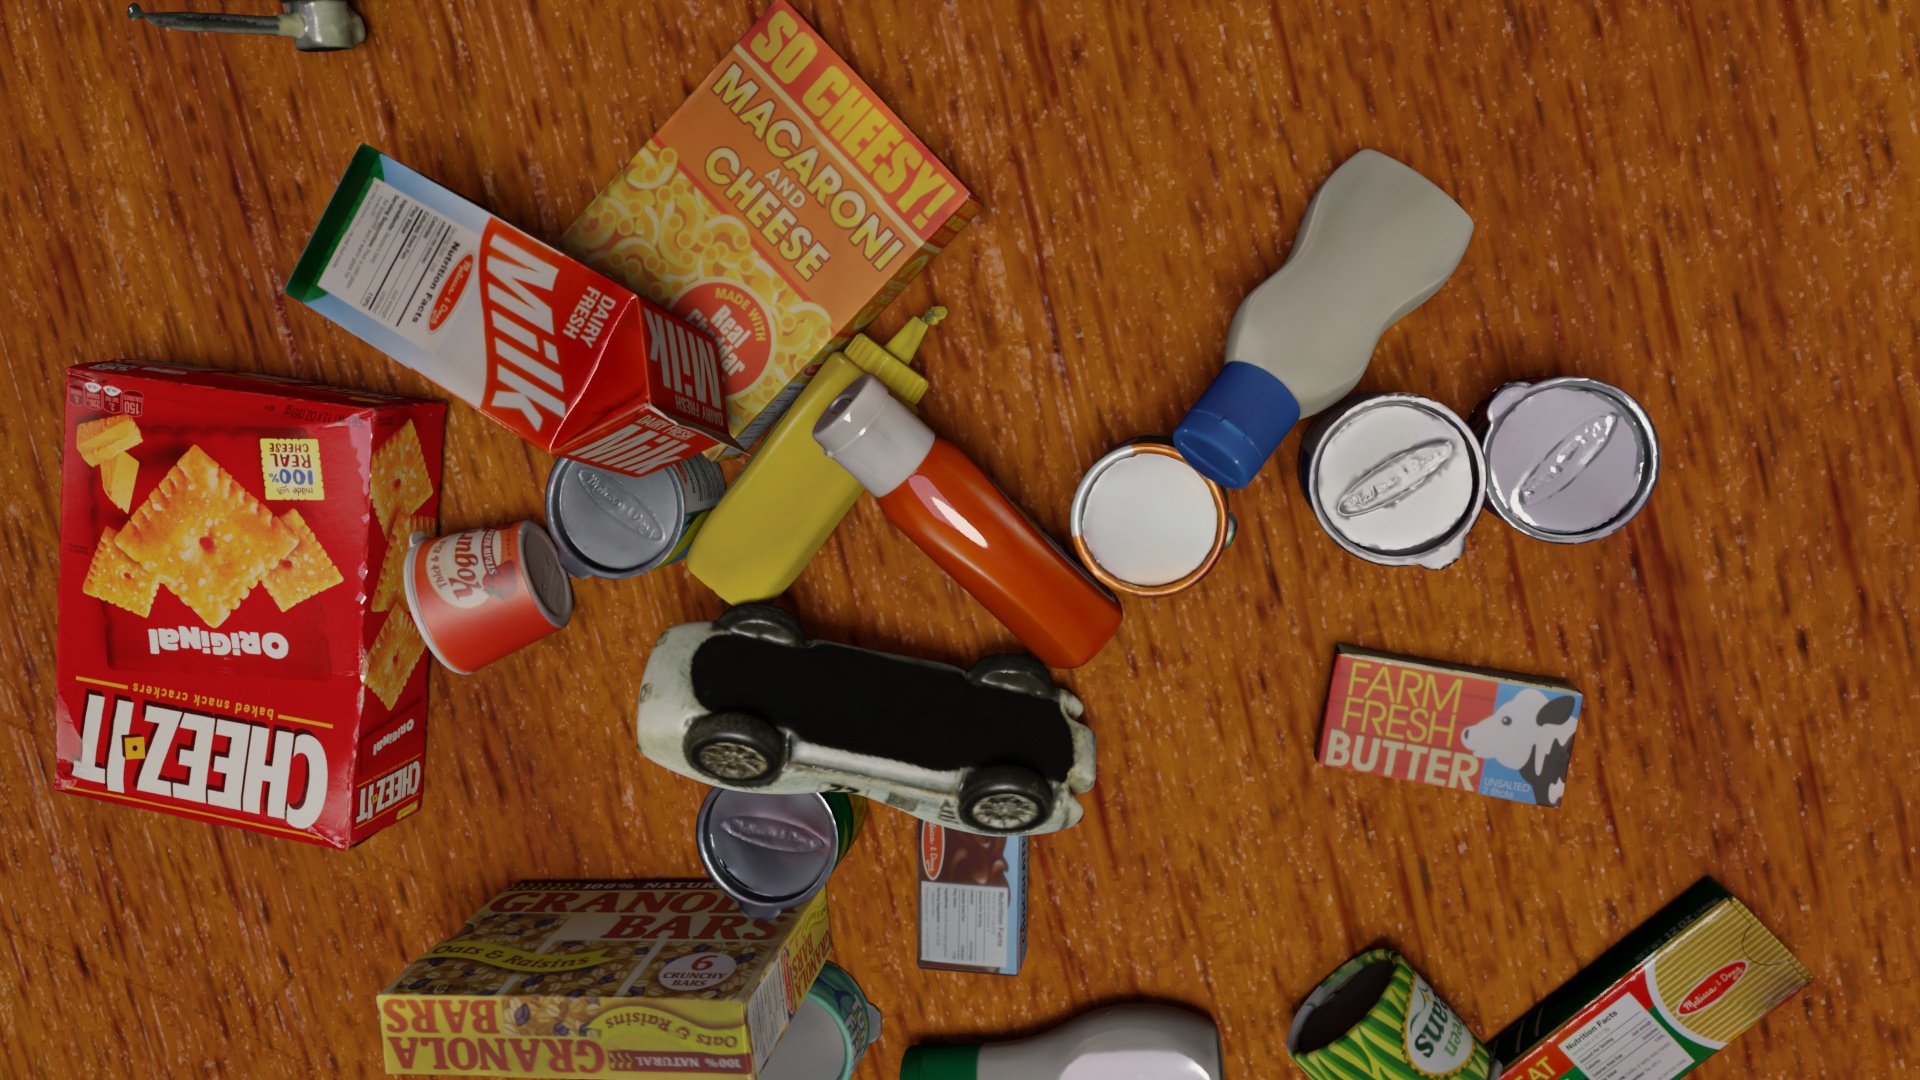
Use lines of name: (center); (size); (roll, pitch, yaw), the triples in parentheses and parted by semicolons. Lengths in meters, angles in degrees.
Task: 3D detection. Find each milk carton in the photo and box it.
milk carton: (-0.176, -0.085, 0.580); (0.191, 0.072, 0.073); (30, 92, 17)

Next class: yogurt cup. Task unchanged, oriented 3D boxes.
yogurt cup: (-0.220, 0.024, 0.656); (0.054, 0.072, 0.072); (-19, 93, 4)

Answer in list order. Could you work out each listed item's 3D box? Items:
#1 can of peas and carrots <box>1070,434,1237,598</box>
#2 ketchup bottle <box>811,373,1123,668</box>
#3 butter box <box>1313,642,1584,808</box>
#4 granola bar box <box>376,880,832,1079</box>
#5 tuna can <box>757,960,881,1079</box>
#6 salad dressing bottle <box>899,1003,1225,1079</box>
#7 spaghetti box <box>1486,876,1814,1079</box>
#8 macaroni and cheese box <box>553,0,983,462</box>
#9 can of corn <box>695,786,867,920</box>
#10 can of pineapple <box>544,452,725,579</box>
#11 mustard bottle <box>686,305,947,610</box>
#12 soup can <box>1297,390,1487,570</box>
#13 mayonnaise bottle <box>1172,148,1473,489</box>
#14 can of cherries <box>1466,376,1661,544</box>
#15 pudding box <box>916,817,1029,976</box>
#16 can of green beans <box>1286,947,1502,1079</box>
can of peas and carrots: (0.085, -0.010, 0.599); (0.071, 0.059, 0.071); (1, 97, 10)
ketchup bottle: (0.002, -0.007, 0.588); (0.148, 0.065, 0.043); (43, 86, -19)
butter box: (0.210, 0.080, 0.604); (0.103, 0.024, 0.053); (9, 97, 9)
granola bar box: (-0.154, 0.195, 0.631); (0.165, 0.124, 0.039); (-3, 98, 10)
tuna can: (-0.076, 0.238, 0.668); (0.071, 0.033, 0.071); (1, 97, 11)
salad dressing bottle: (0.047, 0.250, 0.643); (0.147, 0.044, 0.064); (-7, 97, 12)
spaghetti box: (0.251, 0.246, 0.613); (0.249, 0.029, 0.050); (-43, 88, 12)
macaroni and cheese box: (-0.091, -0.137, 0.626); (0.166, 0.040, 0.124); (-44, 87, 12)
can of corn: (-0.082, 0.132, 0.645); (0.071, 0.058, 0.071); (1, 97, 10)
can of pineapple: (-0.150, -0.018, 0.640); (0.071, 0.058, 0.071); (1, 96, 10)
mustard bottle: (-0.059, -0.043, 0.621); (0.049, 0.065, 0.160); (37, 95, -1)
soup can: (0.175, -0.026, 0.568); (0.071, 0.084, 0.071); (1, 97, 10)
mayonnaise bottle: (0.142, -0.087, 0.562); (0.065, 0.041, 0.148); (38, 77, 7)
can of cherries: (0.241, -0.037, 0.569); (0.071, 0.058, 0.071); (1, 97, 11)
pudding box: (0.006, 0.157, 0.646); (0.050, 0.030, 0.083); (2, 96, 11)
can of green beans: (0.185, 0.221, 0.603); (0.071, 0.071, 0.058); (-43, 87, 12)
